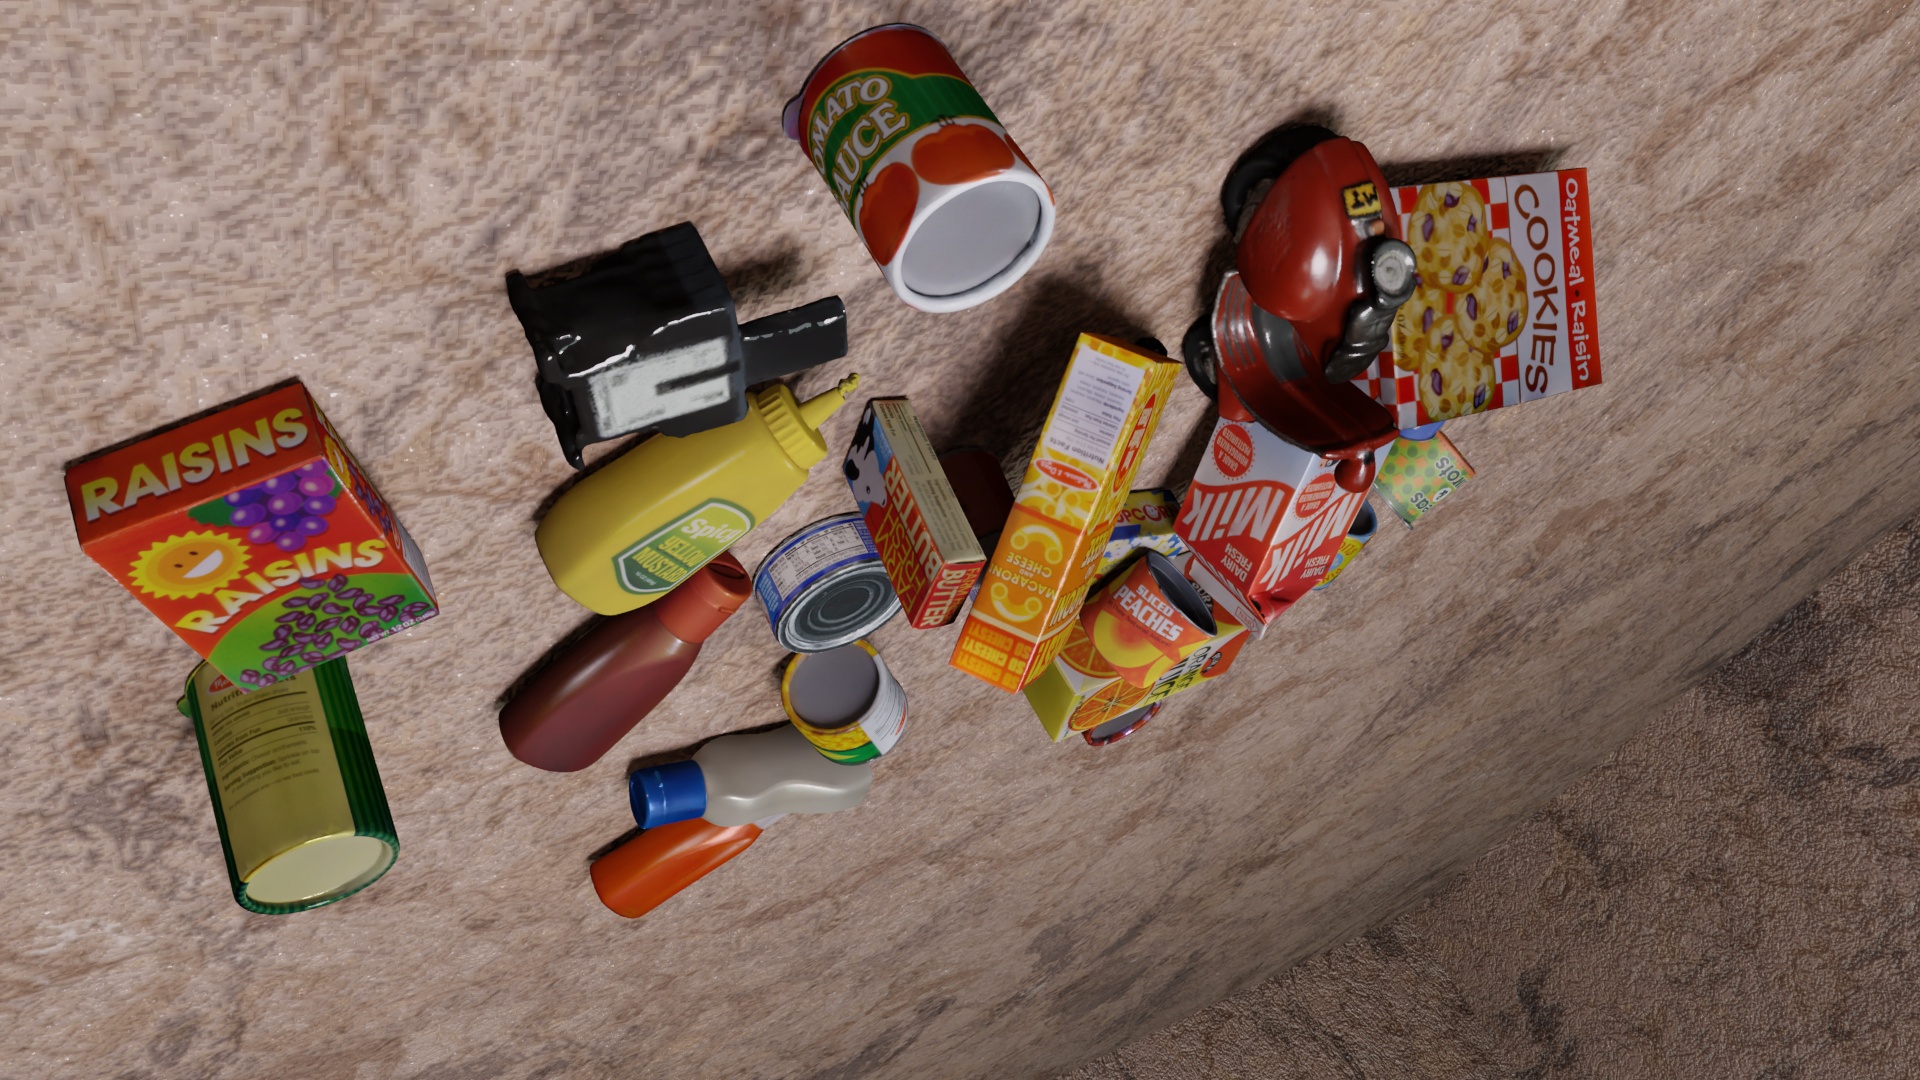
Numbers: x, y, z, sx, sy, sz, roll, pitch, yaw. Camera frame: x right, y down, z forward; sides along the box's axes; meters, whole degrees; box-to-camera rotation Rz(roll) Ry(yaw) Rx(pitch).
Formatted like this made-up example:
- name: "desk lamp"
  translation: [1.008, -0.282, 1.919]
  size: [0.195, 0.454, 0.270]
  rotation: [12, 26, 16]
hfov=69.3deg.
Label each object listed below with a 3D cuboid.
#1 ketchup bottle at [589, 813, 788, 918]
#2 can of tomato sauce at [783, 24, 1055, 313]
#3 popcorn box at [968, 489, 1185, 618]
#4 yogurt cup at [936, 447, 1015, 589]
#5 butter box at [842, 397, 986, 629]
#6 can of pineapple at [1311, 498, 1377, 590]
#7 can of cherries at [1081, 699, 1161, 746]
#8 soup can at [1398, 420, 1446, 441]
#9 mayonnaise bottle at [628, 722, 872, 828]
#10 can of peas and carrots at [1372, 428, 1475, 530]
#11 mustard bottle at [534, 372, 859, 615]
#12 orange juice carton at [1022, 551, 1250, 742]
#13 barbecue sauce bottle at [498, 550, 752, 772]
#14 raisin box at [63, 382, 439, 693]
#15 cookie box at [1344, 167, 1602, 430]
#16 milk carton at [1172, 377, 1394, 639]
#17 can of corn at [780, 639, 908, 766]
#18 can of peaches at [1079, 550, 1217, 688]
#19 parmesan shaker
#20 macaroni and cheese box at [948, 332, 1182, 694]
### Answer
- name: "ketchup bottle"
  translation: [-0.172, 0.199, 0.938]
  size: [0.149, 0.044, 0.064]
  rotation: [-32, 153, 3]
- name: "can of tomato sauce"
  translation: [-0.015, -0.134, 0.503]
  size: [0.071, 0.083, 0.071]
  rotation: [-23, 151, -14]
- name: "popcorn box"
  translation: [0.076, 0.012, 0.874]
  size: [0.127, 0.038, 0.084]
  rotation: [-6, 142, -38]
- name: "yogurt cup"
  translation: [0.003, -0.009, 0.754]
  size: [0.072, 0.054, 0.072]
  rotation: [-23, 151, -14]
- name: "butter box"
  translation: [-0.024, -0.014, 0.668]
  size: [0.024, 0.104, 0.052]
  rotation: [-7, 145, -28]
- name: "can of pineapple"
  translation: [0.251, -0.006, 0.980]
  size: [0.071, 0.071, 0.057]
  rotation: [-7, 143, -37]
- name: "can of cherries"
  translation: [0.110, 0.116, 1.057]
  size: [0.071, 0.058, 0.071]
  rotation: [-23, 151, -14]
- name: "soup can"
  translation: [0.284, -0.111, 0.843]
  size: [0.071, 0.071, 0.083]
  rotation: [-8, 144, -36]
- name: "mayonnaise bottle"
  translation: [-0.133, 0.150, 0.880]
  size: [0.148, 0.065, 0.041]
  rotation: [-6, 136, -32]
- name: "can of peas and carrots"
  translation: [0.315, -0.052, 0.965]
  size: [0.058, 0.071, 0.071]
  rotation: [-41, 150, 18]
- name: "mustard bottle"
  translation: [-0.111, -0.027, 0.621]
  size: [0.160, 0.049, 0.065]
  rotation: [-34, 153, 7]
- name: "orange juice carton"
  translation: [0.138, 0.067, 0.987]
  size: [0.193, 0.073, 0.071]
  rotation: [-18, 150, -22]
- name: "barbecue sauce bottle"
  translation: [-0.169, 0.061, 0.717]
  size: [0.148, 0.044, 0.065]
  rotation: [-41, 150, 19]
- name: "raisin box"
  translation: [-0.265, 0.002, 0.534]
  size: [0.086, 0.040, 0.122]
  rotation: [-23, 153, -12]
- name: "cookie box"
  translation: [0.276, -0.133, 0.753]
  size: [0.168, 0.122, 0.040]
  rotation: [-13, -170, -29]
- name: "milk carton"
  translation: [0.191, -0.035, 0.827]
  size: [0.074, 0.072, 0.189]
  rotation: [-8, 130, -36]
- name: "can of corn"
  translation: [-0.073, 0.097, 0.846]
  size: [0.071, 0.071, 0.058]
  rotation: [-28, 151, -3]
- name: "can of peaches"
  translation: [0.115, 0.049, 0.858]
  size: [0.058, 0.071, 0.071]
  rotation: [-41, 150, 19]
- name: "parmesan shaker"
  translation: [-0.291, 0.102, 0.601]
  size: [0.071, 0.103, 0.071]
  rotation: [-23, 151, -13]
- name: "macaroni and cheese box"
  translation: [0.055, -0.017, 0.684]
  size: [0.124, 0.040, 0.166]
  rotation: [-24, 137, -74]
